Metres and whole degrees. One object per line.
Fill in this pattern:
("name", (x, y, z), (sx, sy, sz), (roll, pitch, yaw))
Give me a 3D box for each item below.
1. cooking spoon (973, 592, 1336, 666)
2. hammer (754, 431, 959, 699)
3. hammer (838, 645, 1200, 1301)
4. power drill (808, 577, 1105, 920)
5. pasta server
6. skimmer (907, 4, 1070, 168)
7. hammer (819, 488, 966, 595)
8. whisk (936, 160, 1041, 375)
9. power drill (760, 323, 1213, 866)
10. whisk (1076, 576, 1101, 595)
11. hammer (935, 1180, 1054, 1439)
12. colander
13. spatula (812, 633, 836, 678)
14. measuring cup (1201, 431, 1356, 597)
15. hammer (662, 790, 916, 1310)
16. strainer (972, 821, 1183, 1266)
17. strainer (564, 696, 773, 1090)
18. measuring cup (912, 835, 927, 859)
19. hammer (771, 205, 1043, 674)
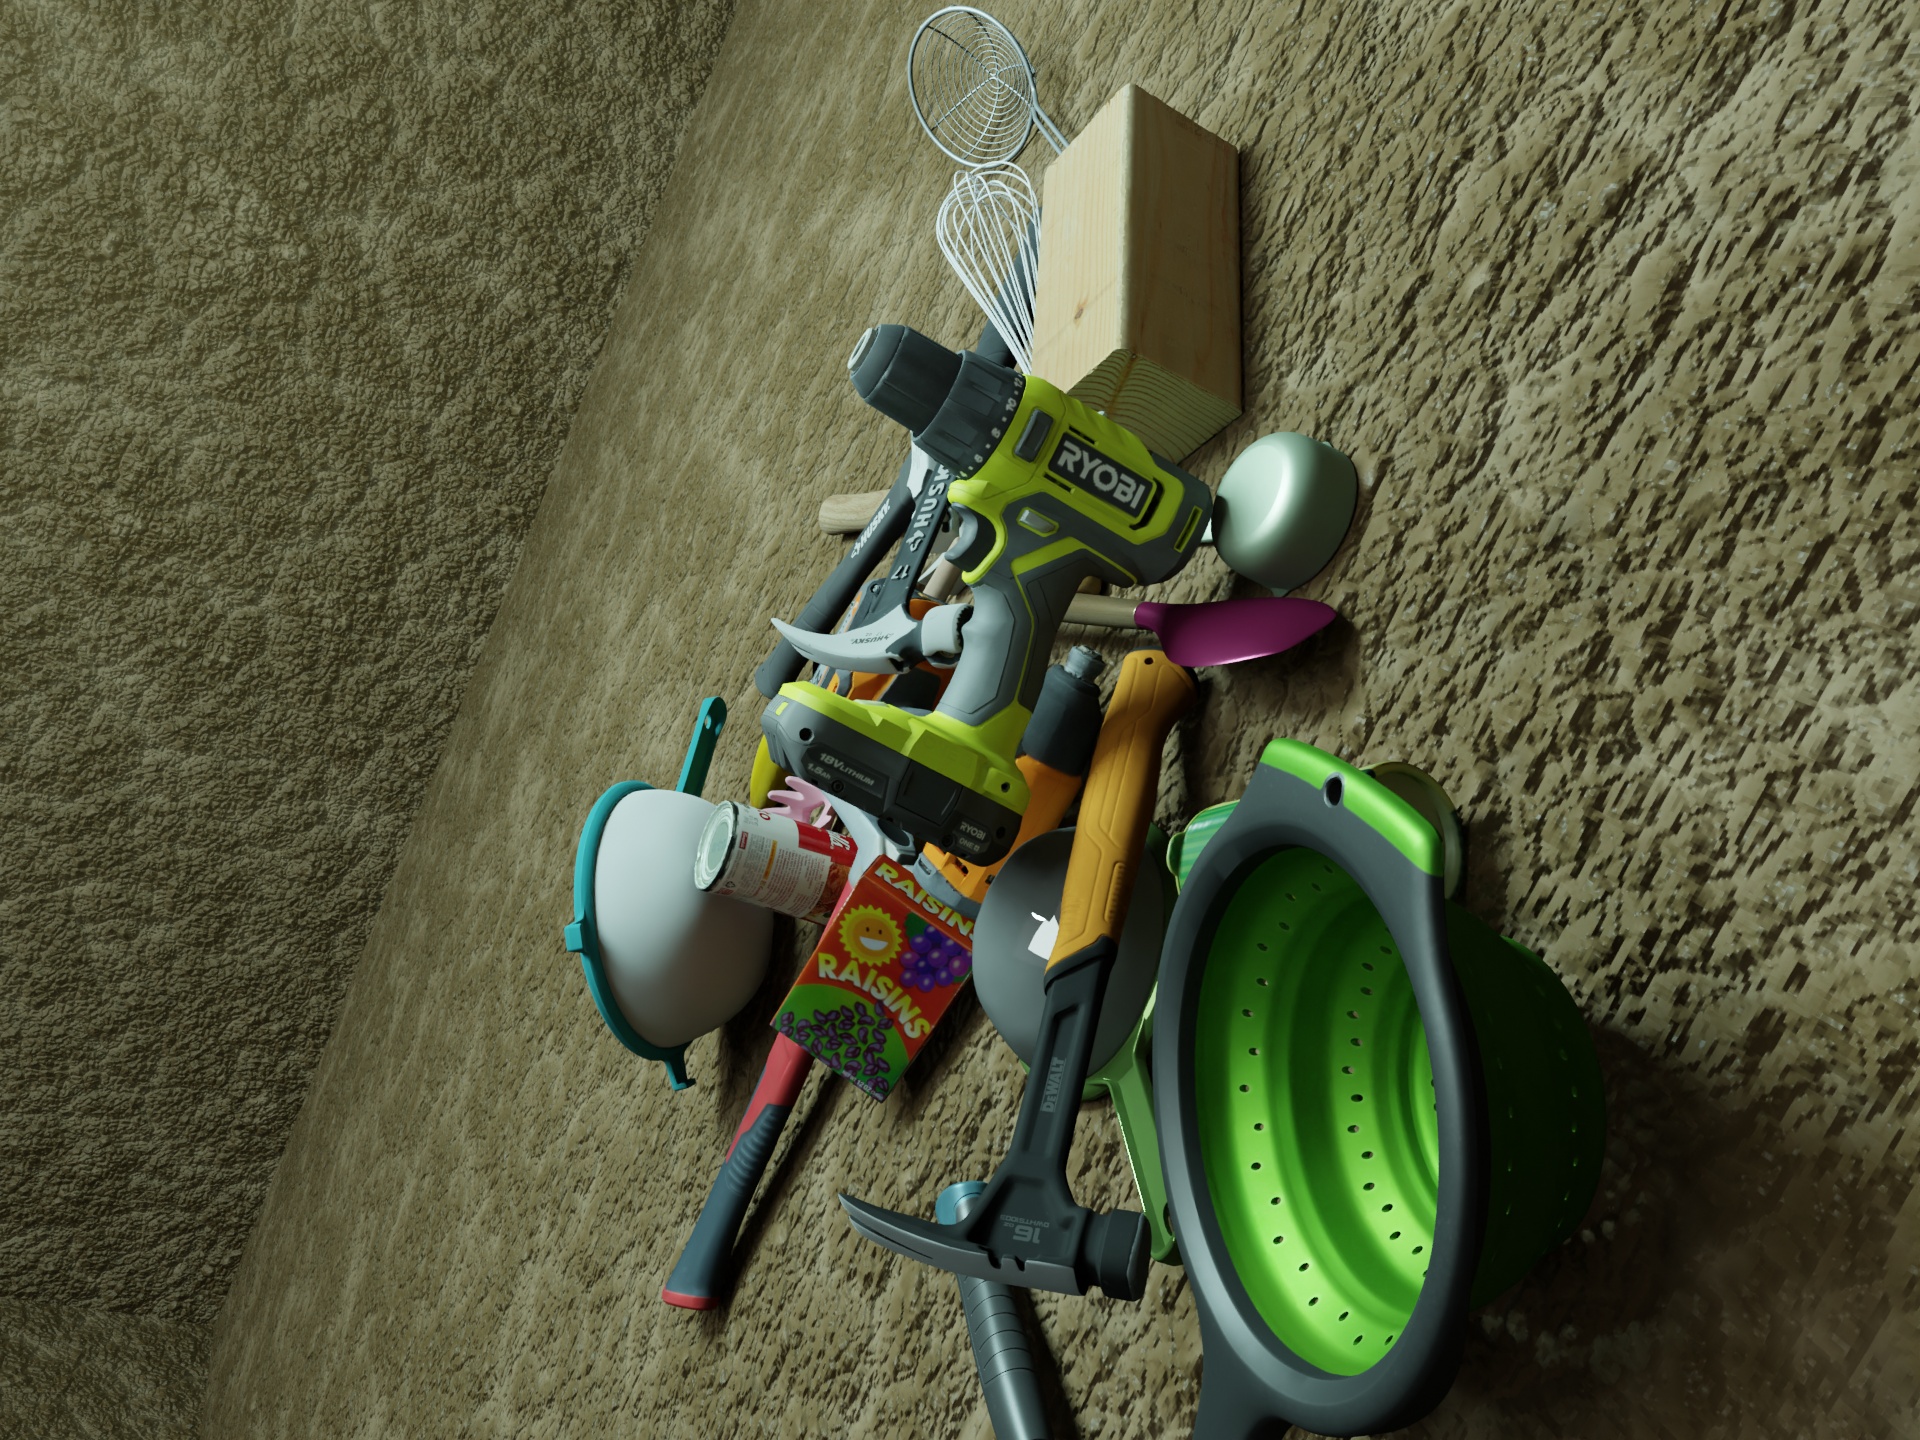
("cooking spoon", (0.085, -0.058, 0.859), (0.069, 0.017, 0.319), (-31, 19, -21))
("hammer", (-0.085, -0.112, 1.204), (0.334, 0.035, 0.146), (-46, 39, 50))
("hammer", (0.053, 0.093, 0.734), (0.034, 0.127, 0.337), (74, -153, -46))
("power drill", (-0.002, -0.003, 0.957), (0.164, 0.084, 0.227), (-61, 37, 11))
("pasta server", (-0.069, -0.007, 1.125), (0.316, 0.040, 0.060), (-59, 45, 36))
("skimmer", (0.040, -0.436, 1.193), (0.364, 0.090, 0.127), (-110, 14, -50))
("hammer", (-0.041, -0.161, 1.224), (0.331, 0.031, 0.130), (10, 81, 65))
("whisk", (0.047, -0.227, 0.974), (0.070, 0.070, 0.285), (-41, 59, 46))
("power drill", (-0.004, -0.063, 0.777), (0.228, 0.190, 0.080), (-63, 17, -3))
("whisk", (0.079, -0.187, 0.993), (0.047, 0.051, 0.245), (-27, 51, 48))
("hammer", (0.032, 0.326, 0.698), (0.331, 0.033, 0.128), (-112, 29, -61))
("colander", (0.138, 0.207, 0.562), (0.205, 0.094, 0.397), (-135, 50, -67))
("spatula", (-0.055, -0.026, 1.168), (0.316, 0.018, 0.060), (-165, 76, -64))
("measuring cup", (0.135, -0.109, 0.826), (0.168, 0.038, 0.083), (9, 81, 62))
("hammer", (-0.124, 0.229, 1.063), (0.143, 0.038, 0.386), (46, 118, 49))
("strainer", (0.054, 0.145, 0.770), (0.151, 0.069, 0.257), (-55, 28, 28))
("strainer", (-0.190, 0.098, 1.233), (0.095, 0.210, 0.341), (-9, 42, 16))
("measuring cup", (-0.031, 0.114, 1.026), (0.062, 0.029, 0.157), (-40, 50, 42))
("hammer", (0.003, -0.194, 1.028), (0.149, 0.036, 0.409), (-4, 51, 35))
